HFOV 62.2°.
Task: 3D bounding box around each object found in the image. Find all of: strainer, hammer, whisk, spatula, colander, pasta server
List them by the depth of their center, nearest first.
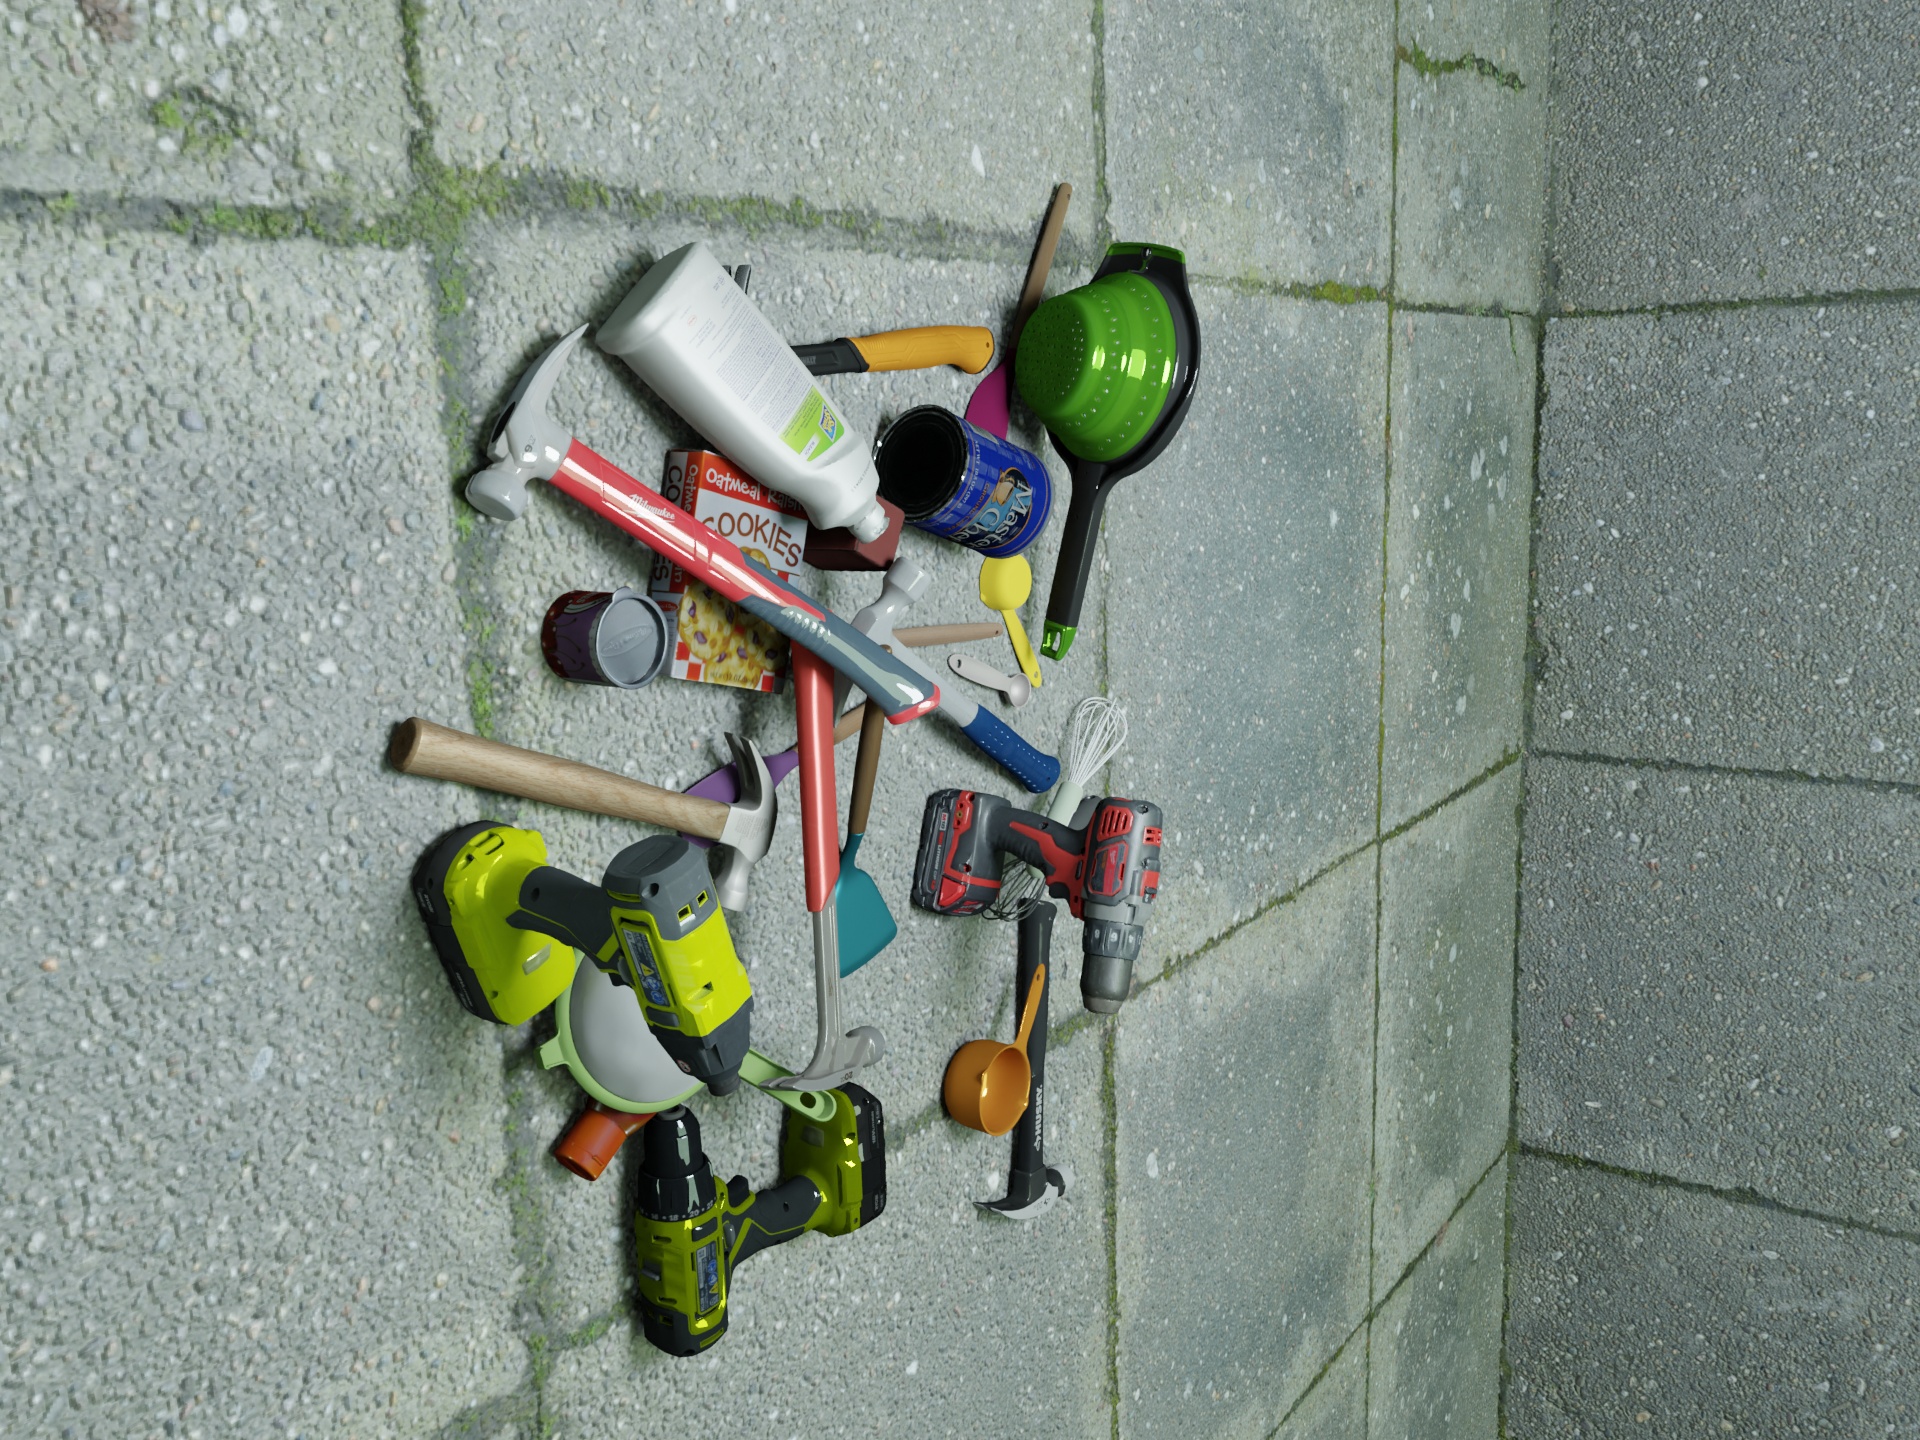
[{"bbox_3d":[-0.249,0.048,1.117,0.331,0.031,0.130,22,85,-51],"label":"hammer"},{"bbox_3d":[-0.156,-0.118,1.138,0.386,0.038,0.143,34,67,-33],"label":"hammer"},{"bbox_3d":[-0.171,0.232,1.153,0.256,0.069,0.152,39,60,-30],"label":"strainer"},{"bbox_3d":[-0.110,0.094,1.203,0.149,0.037,0.359,5,82,-66],"label":"hammer"},{"bbox_3d":[-0.077,-0.312,1.318,0.337,0.034,0.127,-21,113,-52],"label":"hammer"},{"bbox_3d":[-0.121,0.023,1.318,0.316,0.018,0.059,-34,125,-46],"label":"spatula"},{"bbox_3d":[-0.074,0.075,1.321,0.082,0.044,0.317,-33,144,-44],"label":"spatula"},{"bbox_3d":[-0.047,-0.068,1.393,0.316,0.040,0.060,-10,127,-55],"label":"pasta server"},{"bbox_3d":[-0.002,-0.005,1.420,0.144,0.035,0.405,-54,149,-2],"label":"hammer"},{"bbox_3d":[0.101,-0.251,1.481,0.094,0.205,0.397,2,105,-38],"label":"colander"},{"bbox_3d":[0.115,0.064,1.605,0.059,0.057,0.246,32,51,-5],"label":"whisk"},{"bbox_3d":[0.088,0.136,1.612,0.239,0.055,0.055,-41,127,-50],"label":"whisk"},{"bbox_3d":[0.071,0.345,1.623,0.146,0.035,0.335,-8,101,-55],"label":"hammer"}]

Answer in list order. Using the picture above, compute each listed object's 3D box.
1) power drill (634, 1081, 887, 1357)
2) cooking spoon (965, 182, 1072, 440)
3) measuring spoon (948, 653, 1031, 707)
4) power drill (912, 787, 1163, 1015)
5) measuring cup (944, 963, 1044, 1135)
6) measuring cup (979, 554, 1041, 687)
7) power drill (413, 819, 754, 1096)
[{"bbox_3d":[-0.163,0.366,1.262,0.228,0.080,0.190,-17,109,-50],"label":"power drill"},{"bbox_3d":[0.058,-0.373,1.511,0.068,0.017,0.319,35,67,-52],"label":"cooking spoon"},{"bbox_3d":[0.024,-0.041,1.522,0.124,0.018,0.034,22,77,-47],"label":"measuring spoon"},{"bbox_3d":[0.071,0.154,1.426,0.080,0.227,0.188,16,82,-54],"label":"power drill"},{"bbox_3d":[0.037,0.316,1.557,0.095,0.052,0.174,45,57,-48],"label":"measuring cup"},{"bbox_3d":[0.062,-0.095,1.546,0.062,0.029,0.156,-51,131,-37],"label":"measuring cup"},{"bbox_3d":[-0.231,0.147,1.002,0.080,0.223,0.171,-39,126,-44],"label":"power drill"}]
